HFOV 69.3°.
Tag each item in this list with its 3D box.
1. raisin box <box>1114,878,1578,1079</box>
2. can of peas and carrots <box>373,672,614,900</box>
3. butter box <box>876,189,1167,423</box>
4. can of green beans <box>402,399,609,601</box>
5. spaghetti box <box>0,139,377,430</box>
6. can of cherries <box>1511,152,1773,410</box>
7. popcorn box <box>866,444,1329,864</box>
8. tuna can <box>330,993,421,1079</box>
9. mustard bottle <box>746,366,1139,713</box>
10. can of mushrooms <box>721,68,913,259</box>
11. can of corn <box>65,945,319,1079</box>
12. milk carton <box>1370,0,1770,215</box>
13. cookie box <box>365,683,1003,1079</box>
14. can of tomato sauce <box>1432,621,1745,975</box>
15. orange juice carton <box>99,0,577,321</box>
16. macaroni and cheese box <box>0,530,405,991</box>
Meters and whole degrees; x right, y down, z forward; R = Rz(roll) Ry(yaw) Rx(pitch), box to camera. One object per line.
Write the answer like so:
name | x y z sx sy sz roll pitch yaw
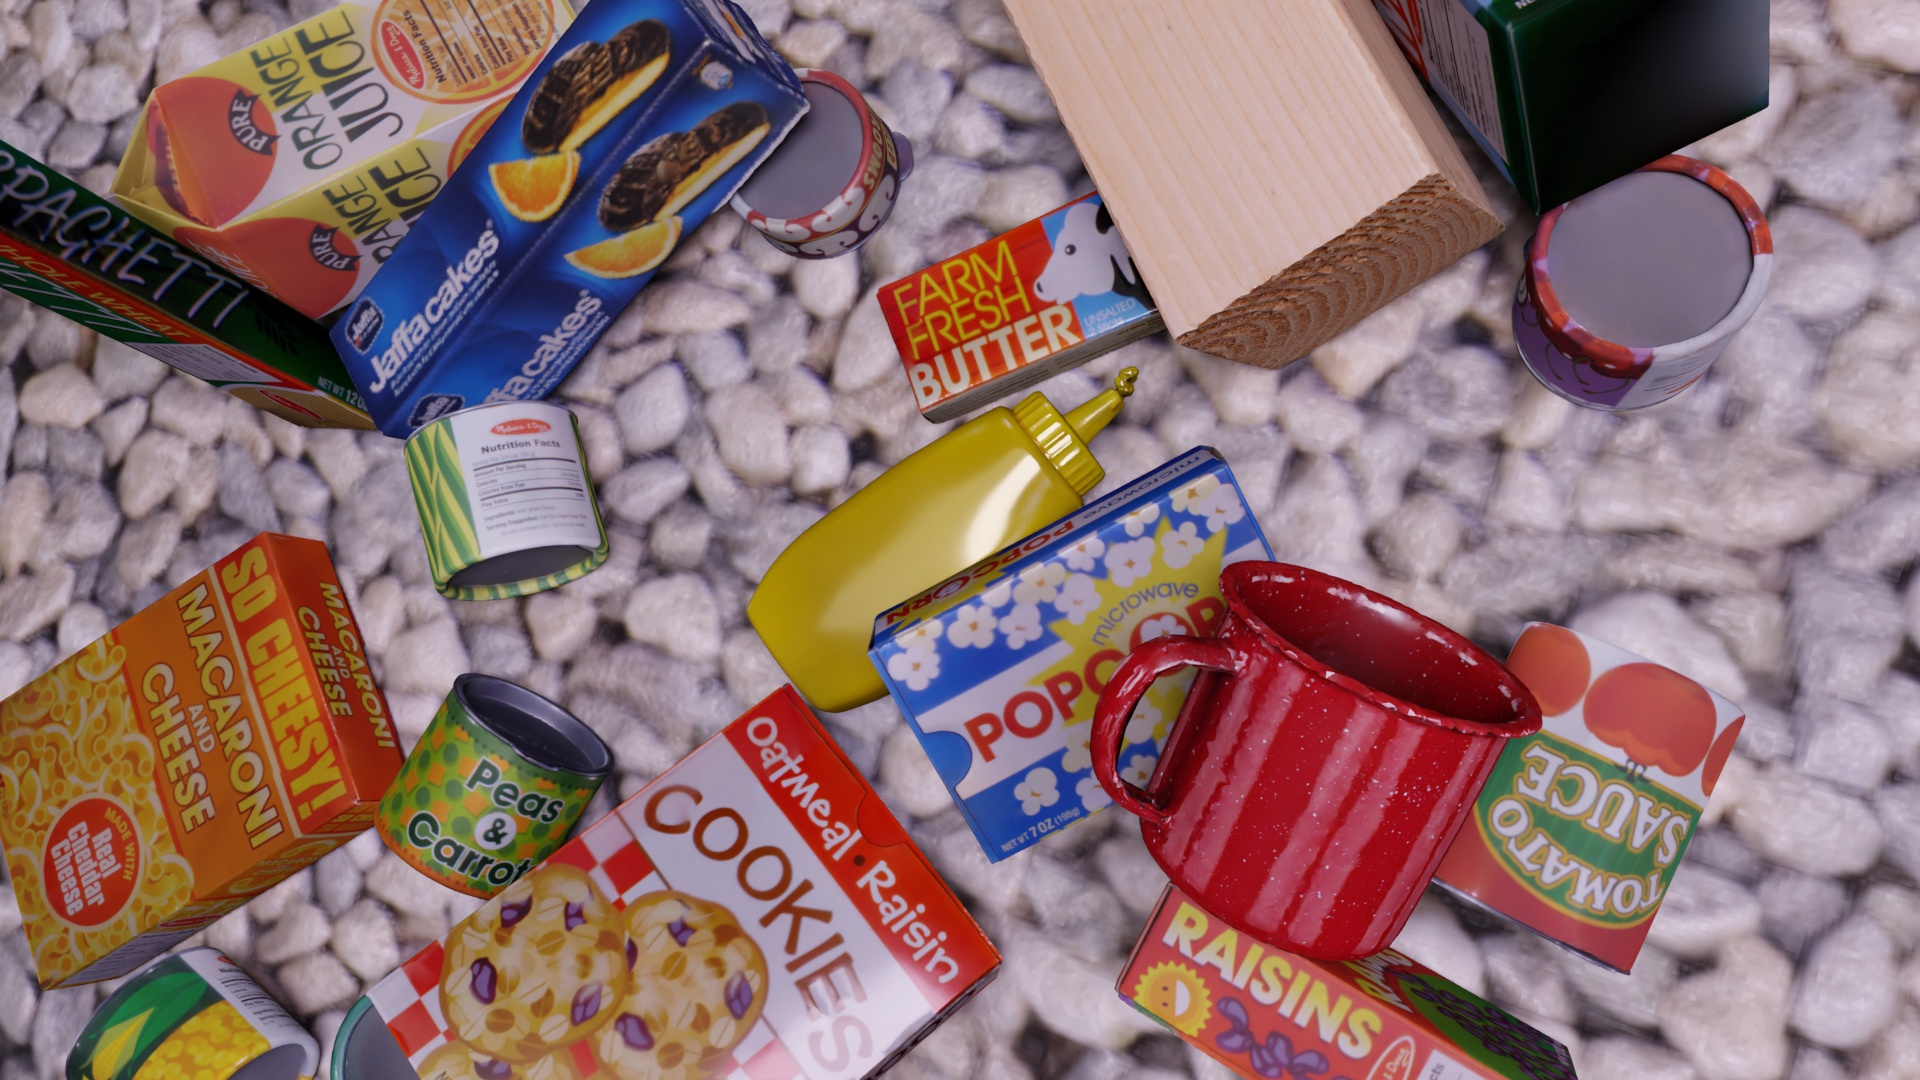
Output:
raisin box | 0.114 0.142 0.410 0.123 0.086 0.040 28 95 19
can of peas and carrots | -0.172 0.092 0.514 0.071 0.071 0.058 34 93 19
butter box | 0.025 -0.086 0.508 0.103 0.024 0.053 -22 76 12
can of green beans | -0.174 -0.014 0.534 0.071 0.071 0.058 -21 77 13
spaghetti box | -0.297 -0.092 0.488 0.050 0.249 0.029 3 76 17
can of cherries | 0.208 -0.081 0.434 0.071 0.058 0.071 -3 81 16
popcorn box | 0.045 0.036 0.450 0.127 0.038 0.085 -28 104 4
tuna can | -0.200 0.194 0.524 0.071 0.033 0.071 -3 81 16
mustard bottle | 0.002 -0.006 0.488 0.160 0.049 0.065 -38 80 7
can of mushrooms | -0.057 -0.147 0.538 0.071 0.033 0.071 -3 80 17
can of corn | -0.294 0.203 0.533 0.058 0.071 0.071 31 91 18
milk carton | 0.167 -0.198 0.439 0.072 0.073 0.191 -26 49 11
cookie box | -0.088 0.147 0.463 0.168 0.040 0.123 -36 72 -16
can of tomato sauce | 0.182 0.075 0.410 0.071 0.071 0.083 25 89 19
orange juice carton | -0.234 -0.152 0.543 0.193 0.071 0.073 -29 73 -9
macaroni and cheese box | -0.318 0.090 0.574 0.166 0.040 0.124 -30 74 11
